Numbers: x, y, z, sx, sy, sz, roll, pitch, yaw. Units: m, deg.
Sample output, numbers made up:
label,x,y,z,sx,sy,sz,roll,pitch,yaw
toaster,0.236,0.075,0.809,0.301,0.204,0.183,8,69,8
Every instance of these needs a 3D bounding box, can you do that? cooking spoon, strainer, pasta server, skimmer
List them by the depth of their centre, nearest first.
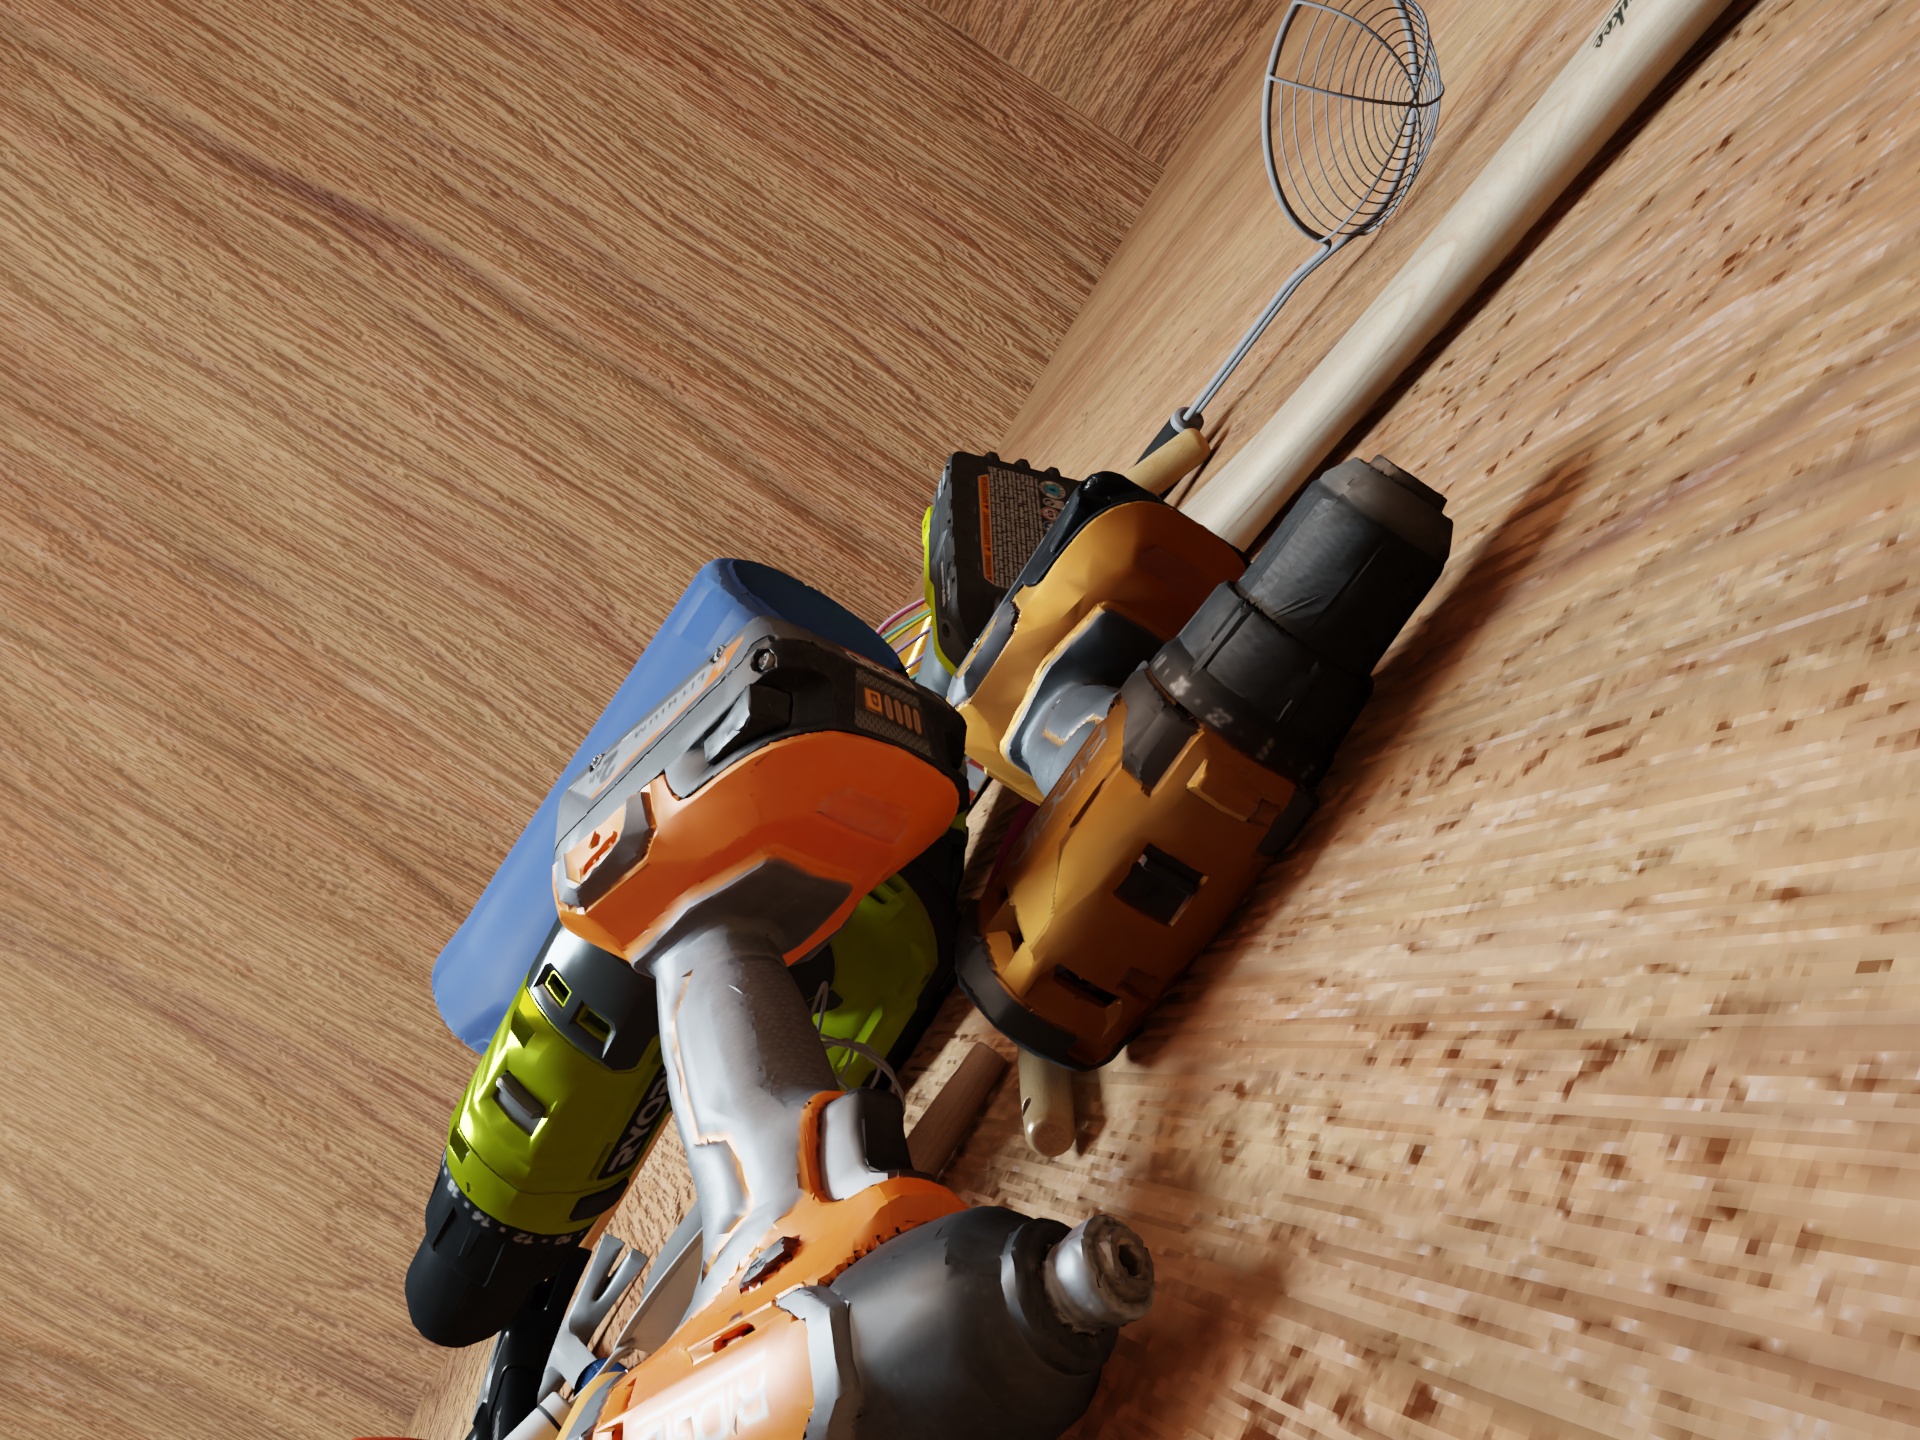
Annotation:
label,x,y,z,sx,sy,sz,roll,pitch,yaw
pasta server,-0.072,0.248,0.538,0.316,0.040,0.060,-55,6,-9
cooking spoon,0.028,0.079,0.598,0.068,0.017,0.319,-61,6,12
strainer,-0.163,0.293,0.679,0.258,0.050,0.086,-40,-18,-30
skimmer,0.139,-0.227,0.873,0.127,0.090,0.363,-22,-21,-38

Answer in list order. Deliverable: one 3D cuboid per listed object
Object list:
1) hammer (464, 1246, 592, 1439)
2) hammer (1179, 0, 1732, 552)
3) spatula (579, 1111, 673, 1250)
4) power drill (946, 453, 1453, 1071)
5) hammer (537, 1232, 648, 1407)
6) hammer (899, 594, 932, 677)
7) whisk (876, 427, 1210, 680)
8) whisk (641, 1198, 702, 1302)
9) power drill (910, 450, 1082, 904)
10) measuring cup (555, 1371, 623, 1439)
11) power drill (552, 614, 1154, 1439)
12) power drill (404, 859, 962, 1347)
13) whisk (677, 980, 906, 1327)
label,x,y,z,sx,sy,sz,roll,pitch,yaw
hammer,-0.204,0.361,0.723,0.335,0.035,0.146,-161,88,-75
hammer,0.176,-0.163,0.552,0.410,0.038,0.146,-52,10,43
spatula,-0.138,0.181,0.839,0.322,0.041,0.081,-59,43,27
power drill,0.066,-0.017,0.511,0.185,0.084,0.226,-56,12,16
hammer,-0.208,0.369,0.905,0.144,0.035,0.405,-61,8,-23
hammer,-0.078,0.063,0.996,0.336,0.034,0.127,-61,10,24
whisk,0.038,-0.084,0.898,0.245,0.047,0.051,-36,28,5
whisk,-0.115,0.239,0.810,0.238,0.055,0.055,-59,5,33
power drill,-0.001,-0.002,0.780,0.171,0.080,0.223,-92,18,-45
measuring cup,-0.122,0.267,0.596,0.095,0.052,0.173,-69,5,-60
power drill,-0.035,0.087,0.404,0.164,0.084,0.227,-37,46,30
power drill,-0.104,0.136,0.620,0.190,0.080,0.228,-59,-22,18
whisk,-0.080,0.192,0.584,0.070,0.070,0.284,-65,-3,-47
